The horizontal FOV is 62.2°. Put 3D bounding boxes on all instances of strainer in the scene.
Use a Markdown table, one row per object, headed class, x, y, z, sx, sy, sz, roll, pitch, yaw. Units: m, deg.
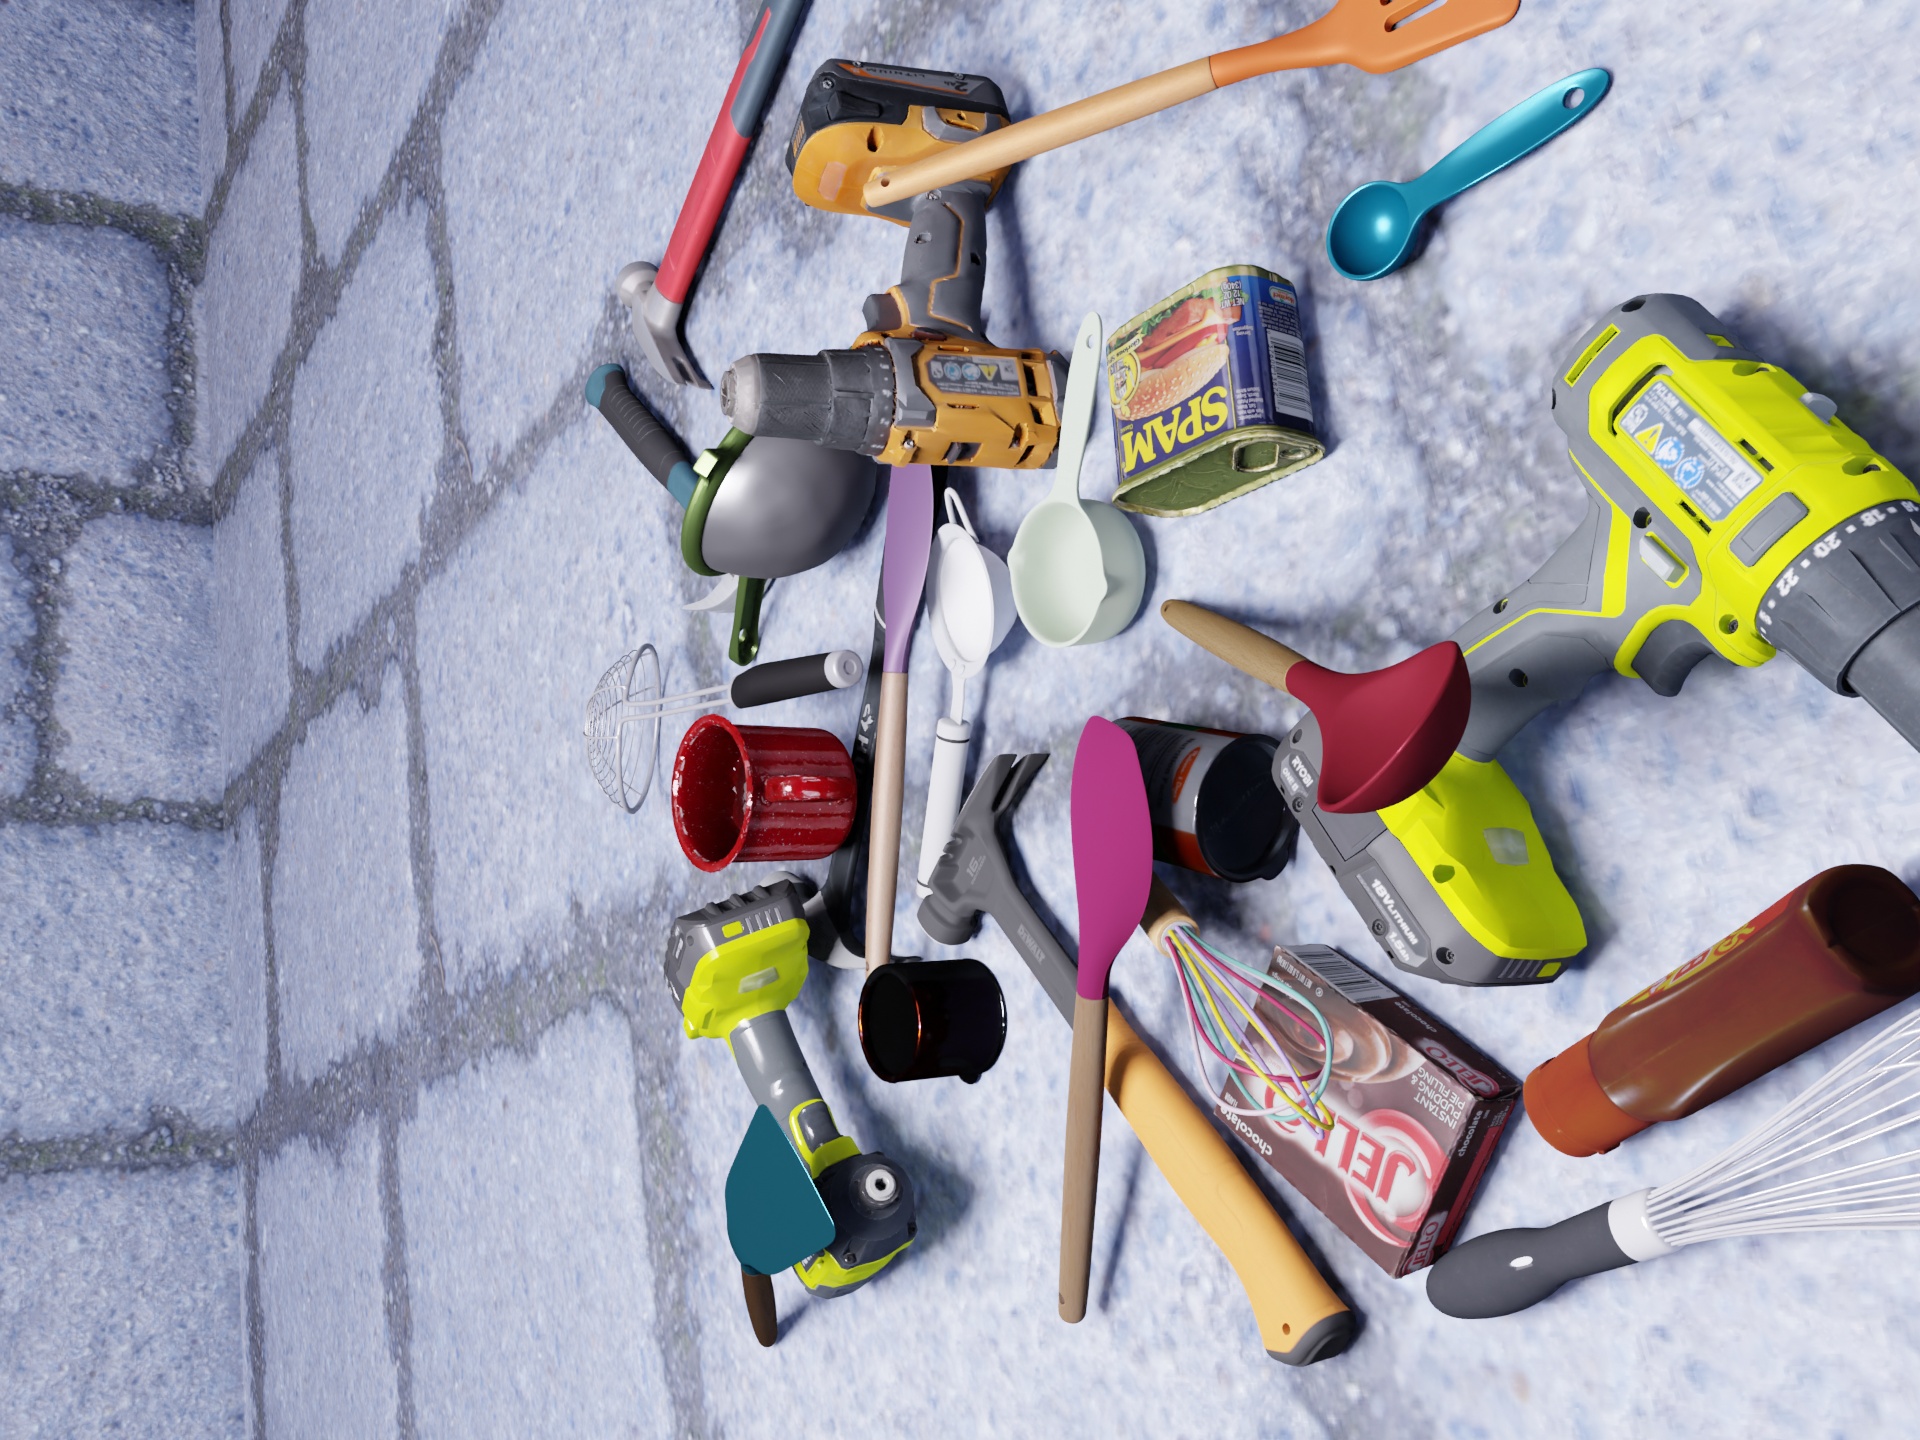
| class | x | y | z | sx | sy | sz | roll | pitch | yaw |
| --- | --- | --- | --- | --- | --- | --- | --- | --- | --- |
| strainer | -0.001 | -0.003 | 0.900 | 0.087 | 0.050 | 0.258 | 38 | 124 | 58 |
| strainer | -0.109 | -0.105 | 1.020 | 0.069 | 0.151 | 0.256 | 36 | 143 | 13 |

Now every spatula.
| class | x | y | z | sx | sy | sz | roll | pitch | yaw |
| --- | --- | --- | --- | --- | --- | --- | --- | --- | --- |
| spatula | -0.038 | -0.002 | 0.911 | 0.060 | 0.018 | 0.316 | 9 | 95 | 62 |
| spatula | -0.111 | 0.326 | 0.947 | 0.082 | 0.044 | 0.317 | 54 | 157 | 26 |
| spatula | 0.091 | -0.295 | 0.732 | 0.322 | 0.041 | 0.081 | -11 | 78 | 26 |

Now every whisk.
| class | x | y | z | sx | sy | sz | roll | pitch | yaw |
| --- | --- | --- | --- | --- | --- | --- | --- | --- | --- |
| whisk | 0.257 | 0.161 | 0.534 | 0.284 | 0.070 | 0.070 | -47 | 52 | 48 |
| whisk | 0.102 | 0.103 | 0.699 | 0.245 | 0.047 | 0.051 | -125 | 45 | -65 |

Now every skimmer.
| class | x | y | z | sx | sy | sz | roll | pitch | yaw |
| --- | --- | --- | --- | --- | --- | --- | --- | --- | --- |
| skimmer | -0.158 | -0.008 | 1.082 | 0.363 | 0.090 | 0.127 | -9 | 71 | 50 |

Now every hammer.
| class | x | y | z | sx | sy | sz | roll | pitch | yaw |
| --- | --- | --- | --- | --- | --- | --- | --- | --- | --- |
| hammer | -0.150 | -0.423 | 1.123 | 0.386 | 0.038 | 0.143 | -58 | 47 | 34 |
| hammer | -0.217 | -0.191 | 1.206 | 0.331 | 0.033 | 0.128 | 48 | 124 | 43 |
| hammer | -0.043 | -0.042 | 0.962 | 0.149 | 0.036 | 0.409 | 27 | 109 | 50 |
| hammer | 0.082 | 0.161 | 0.782 | 0.337 | 0.034 | 0.127 | 52 | 129 | 41 |

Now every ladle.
| class | x | y | z | sx | sy | sz | roll | pitch | yaw |
| --- | --- | --- | --- | --- | --- | --- | --- | --- | --- |
| ladle | 0.125 | -0.021 | 0.632 | 0.069 | 0.031 | 0.315 | -52 | 14 | 5 |

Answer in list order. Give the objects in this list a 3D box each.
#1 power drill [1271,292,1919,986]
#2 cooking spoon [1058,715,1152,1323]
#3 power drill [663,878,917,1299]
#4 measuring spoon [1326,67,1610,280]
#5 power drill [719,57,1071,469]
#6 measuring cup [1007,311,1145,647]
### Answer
| class | x | y | z | sx | sy | sz | roll | pitch | yaw |
| --- | --- | --- | --- | --- | --- | --- | --- | --- | --- |
| power drill | 0.231 | -0.007 | 0.557 | 0.228 | 0.080 | 0.191 | -54 | 47 | 33 |
| cooking spoon | 0.061 | 0.151 | 0.750 | 0.069 | 0.017 | 0.318 | 35 | 128 | 57 |
| power drill | -0.096 | 0.216 | 0.935 | 0.223 | 0.080 | 0.171 | 62 | 155 | 21 |
| measuring spoon | 0.209 | -0.222 | 0.652 | 0.128 | 0.021 | 0.042 | -28 | 67 | 40 |
| power drill | -0.043 | -0.238 | 0.849 | 0.084 | 0.185 | 0.226 | 130 | 135 | -61 |
| measuring cup | 0.068 | -0.119 | 0.804 | 0.083 | 0.038 | 0.167 | 25 | 112 | 52 |
